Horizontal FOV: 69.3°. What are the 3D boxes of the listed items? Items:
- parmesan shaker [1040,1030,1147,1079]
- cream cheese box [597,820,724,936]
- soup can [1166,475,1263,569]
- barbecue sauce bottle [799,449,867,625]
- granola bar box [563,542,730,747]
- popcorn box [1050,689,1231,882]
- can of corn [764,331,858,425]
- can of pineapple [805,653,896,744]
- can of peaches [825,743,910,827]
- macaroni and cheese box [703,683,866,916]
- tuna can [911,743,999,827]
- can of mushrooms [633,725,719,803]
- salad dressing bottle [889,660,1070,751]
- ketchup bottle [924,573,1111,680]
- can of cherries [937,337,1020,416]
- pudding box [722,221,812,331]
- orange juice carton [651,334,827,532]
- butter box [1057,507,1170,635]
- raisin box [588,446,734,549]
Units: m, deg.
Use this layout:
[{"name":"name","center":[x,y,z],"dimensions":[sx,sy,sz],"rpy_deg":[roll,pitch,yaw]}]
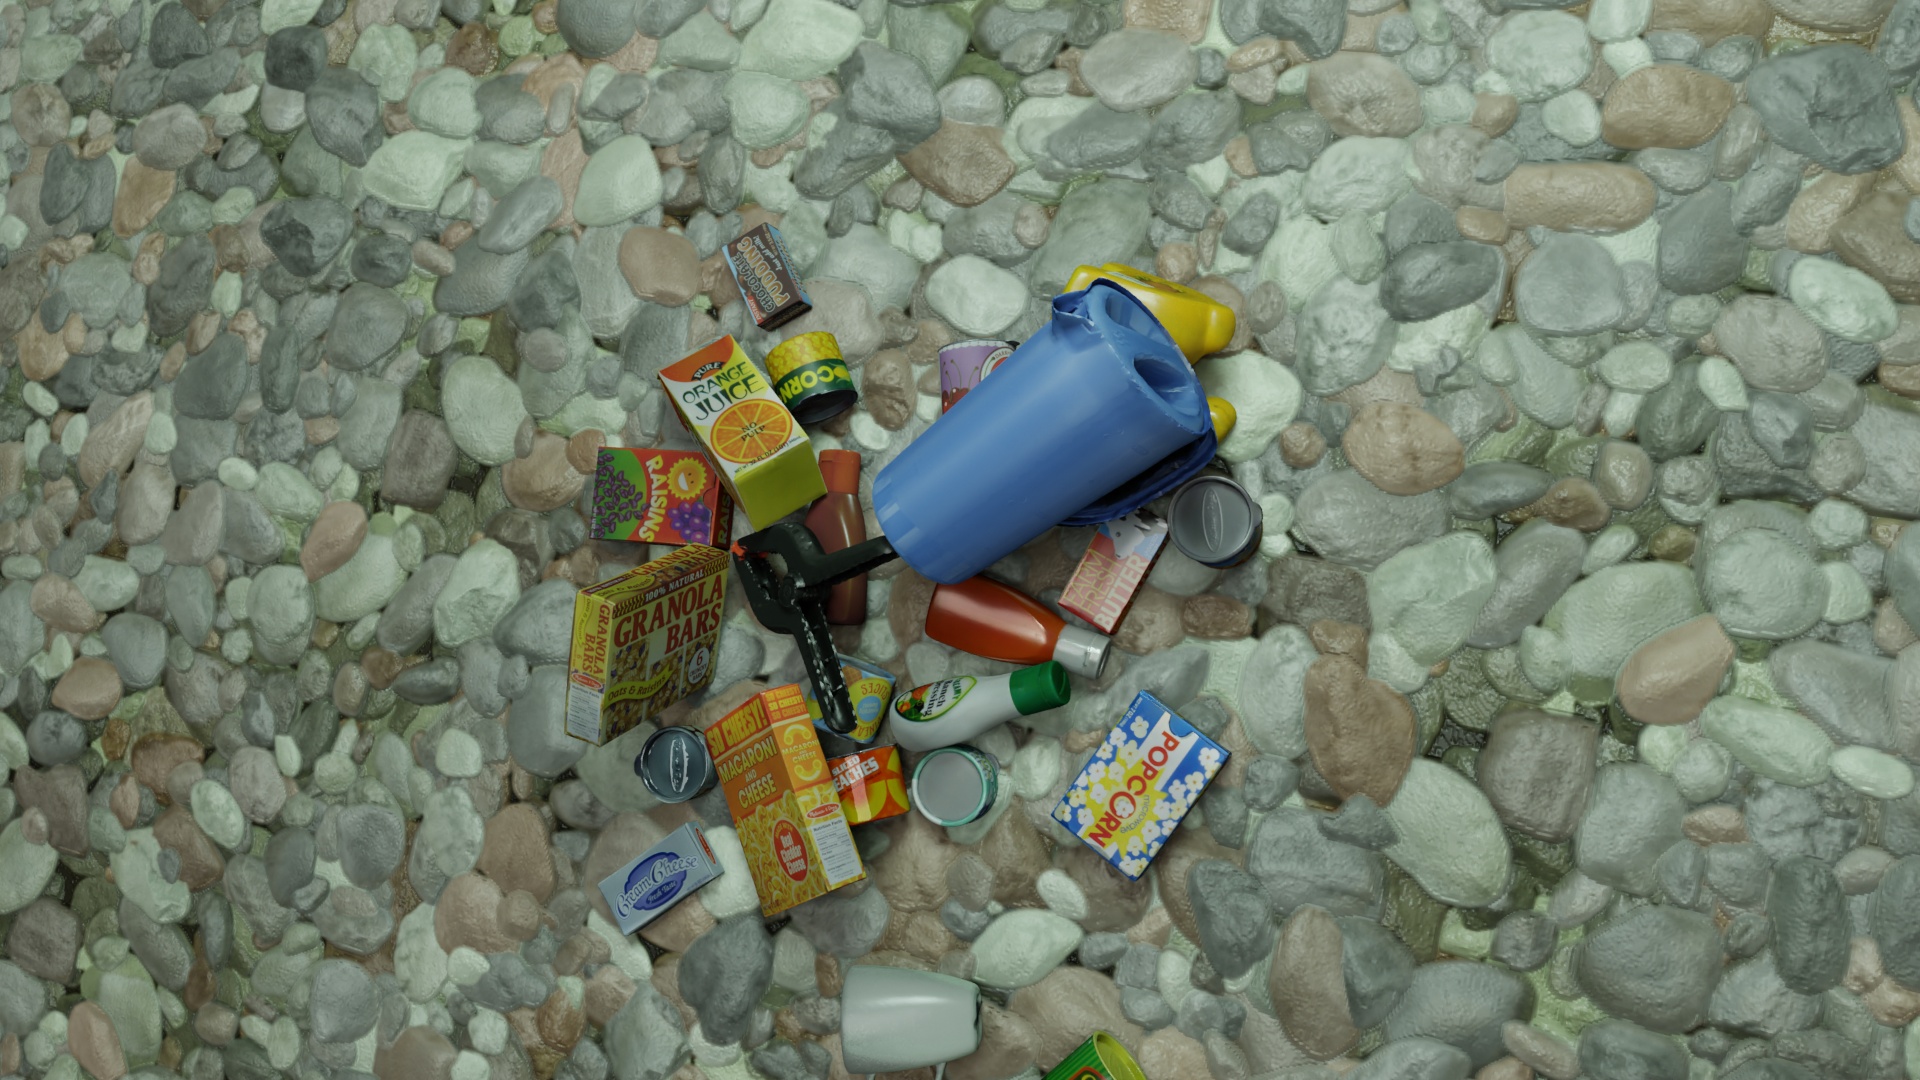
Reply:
[{"name":"parmesan shaker","center":[0.090,0.440,1.069],"dimensions":[0.103,0.071,0.071],"rpy_deg":[-44,74,8]},{"name":"cream cheese box","center":[-0.261,0.295,1.211],"dimensions":[0.103,0.024,0.053],"rpy_deg":[-35,75,10]},{"name":"soup can","center":[0.201,-0.013,1.074],"dimensions":[0.071,0.084,0.071],"rpy_deg":[-2,84,17]},{"name":"barbecue sauce bottle","center":[-0.108,-0.003,1.187],"dimensions":[0.065,0.044,0.148],"rpy_deg":[0,83,31]},{"name":"granola bar box","center":[-0.256,0.081,1.144],"dimensions":[0.039,0.166,0.123],"rpy_deg":[16,109,19]},{"name":"popcorn box","center":[0.142,0.192,1.094],"dimensions":[0.085,0.038,0.126],"rpy_deg":[37,95,18]},{"name":"can of corn","center":[-0.129,-0.140,1.194],"dimensions":[0.071,0.071,0.058],"rpy_deg":[-25,77,13]},{"name":"can of pineapple","center":[-0.092,0.131,1.155],"dimensions":[0.071,0.071,0.058],"rpy_deg":[21,91,18]},{"name":"can of peaches","center":[-0.079,0.202,1.142],"dimensions":[0.071,0.071,0.058],"rpy_deg":[-15,81,15]},{"name":"macaroni and cheese box","center":[-0.147,0.215,1.146],"dimensions":[0.123,0.040,0.166],"rpy_deg":[-35,71,50]},{"name":"tuna can","center":[-0.003,0.200,1.140],"dimensions":[0.071,0.033,0.071],"rpy_deg":[-2,84,17]},{"name":"can of mushrooms","center":[-0.246,0.194,1.213],"dimensions":[0.071,0.033,0.071],"rpy_deg":[-1,85,16]},{"name":"salad dressing bottle","center":[0.016,0.131,1.119],"dimensions":[0.147,0.064,0.044],"rpy_deg":[-18,115,24]},{"name":"ketchup bottle","center":[0.047,0.073,1.132],"dimensions":[0.149,0.043,0.064],"rpy_deg":[19,99,17]},{"name":"can of cherries","center":[0.017,-0.132,1.150],"dimensions":[0.071,0.071,0.058],"rpy_deg":[-5,83,16]},{"name":"pudding box","center":[-0.173,-0.235,1.239],"dimensions":[0.049,0.030,0.084],"rpy_deg":[-27,77,13]},{"name":"orange juice carton","center":[-0.195,-0.105,1.183],"dimensions":[0.072,0.072,0.193],"rpy_deg":[-30,55,-13]},{"name":"butter box","center":[0.126,0.020,1.125],"dimensions":[0.053,0.024,0.103],"rpy_deg":[30,93,18]},{"name":"raisin box","center":[-0.265,-0.038,1.241],"dimensions":[0.123,0.040,0.086],"rpy_deg":[4,85,16]}]
